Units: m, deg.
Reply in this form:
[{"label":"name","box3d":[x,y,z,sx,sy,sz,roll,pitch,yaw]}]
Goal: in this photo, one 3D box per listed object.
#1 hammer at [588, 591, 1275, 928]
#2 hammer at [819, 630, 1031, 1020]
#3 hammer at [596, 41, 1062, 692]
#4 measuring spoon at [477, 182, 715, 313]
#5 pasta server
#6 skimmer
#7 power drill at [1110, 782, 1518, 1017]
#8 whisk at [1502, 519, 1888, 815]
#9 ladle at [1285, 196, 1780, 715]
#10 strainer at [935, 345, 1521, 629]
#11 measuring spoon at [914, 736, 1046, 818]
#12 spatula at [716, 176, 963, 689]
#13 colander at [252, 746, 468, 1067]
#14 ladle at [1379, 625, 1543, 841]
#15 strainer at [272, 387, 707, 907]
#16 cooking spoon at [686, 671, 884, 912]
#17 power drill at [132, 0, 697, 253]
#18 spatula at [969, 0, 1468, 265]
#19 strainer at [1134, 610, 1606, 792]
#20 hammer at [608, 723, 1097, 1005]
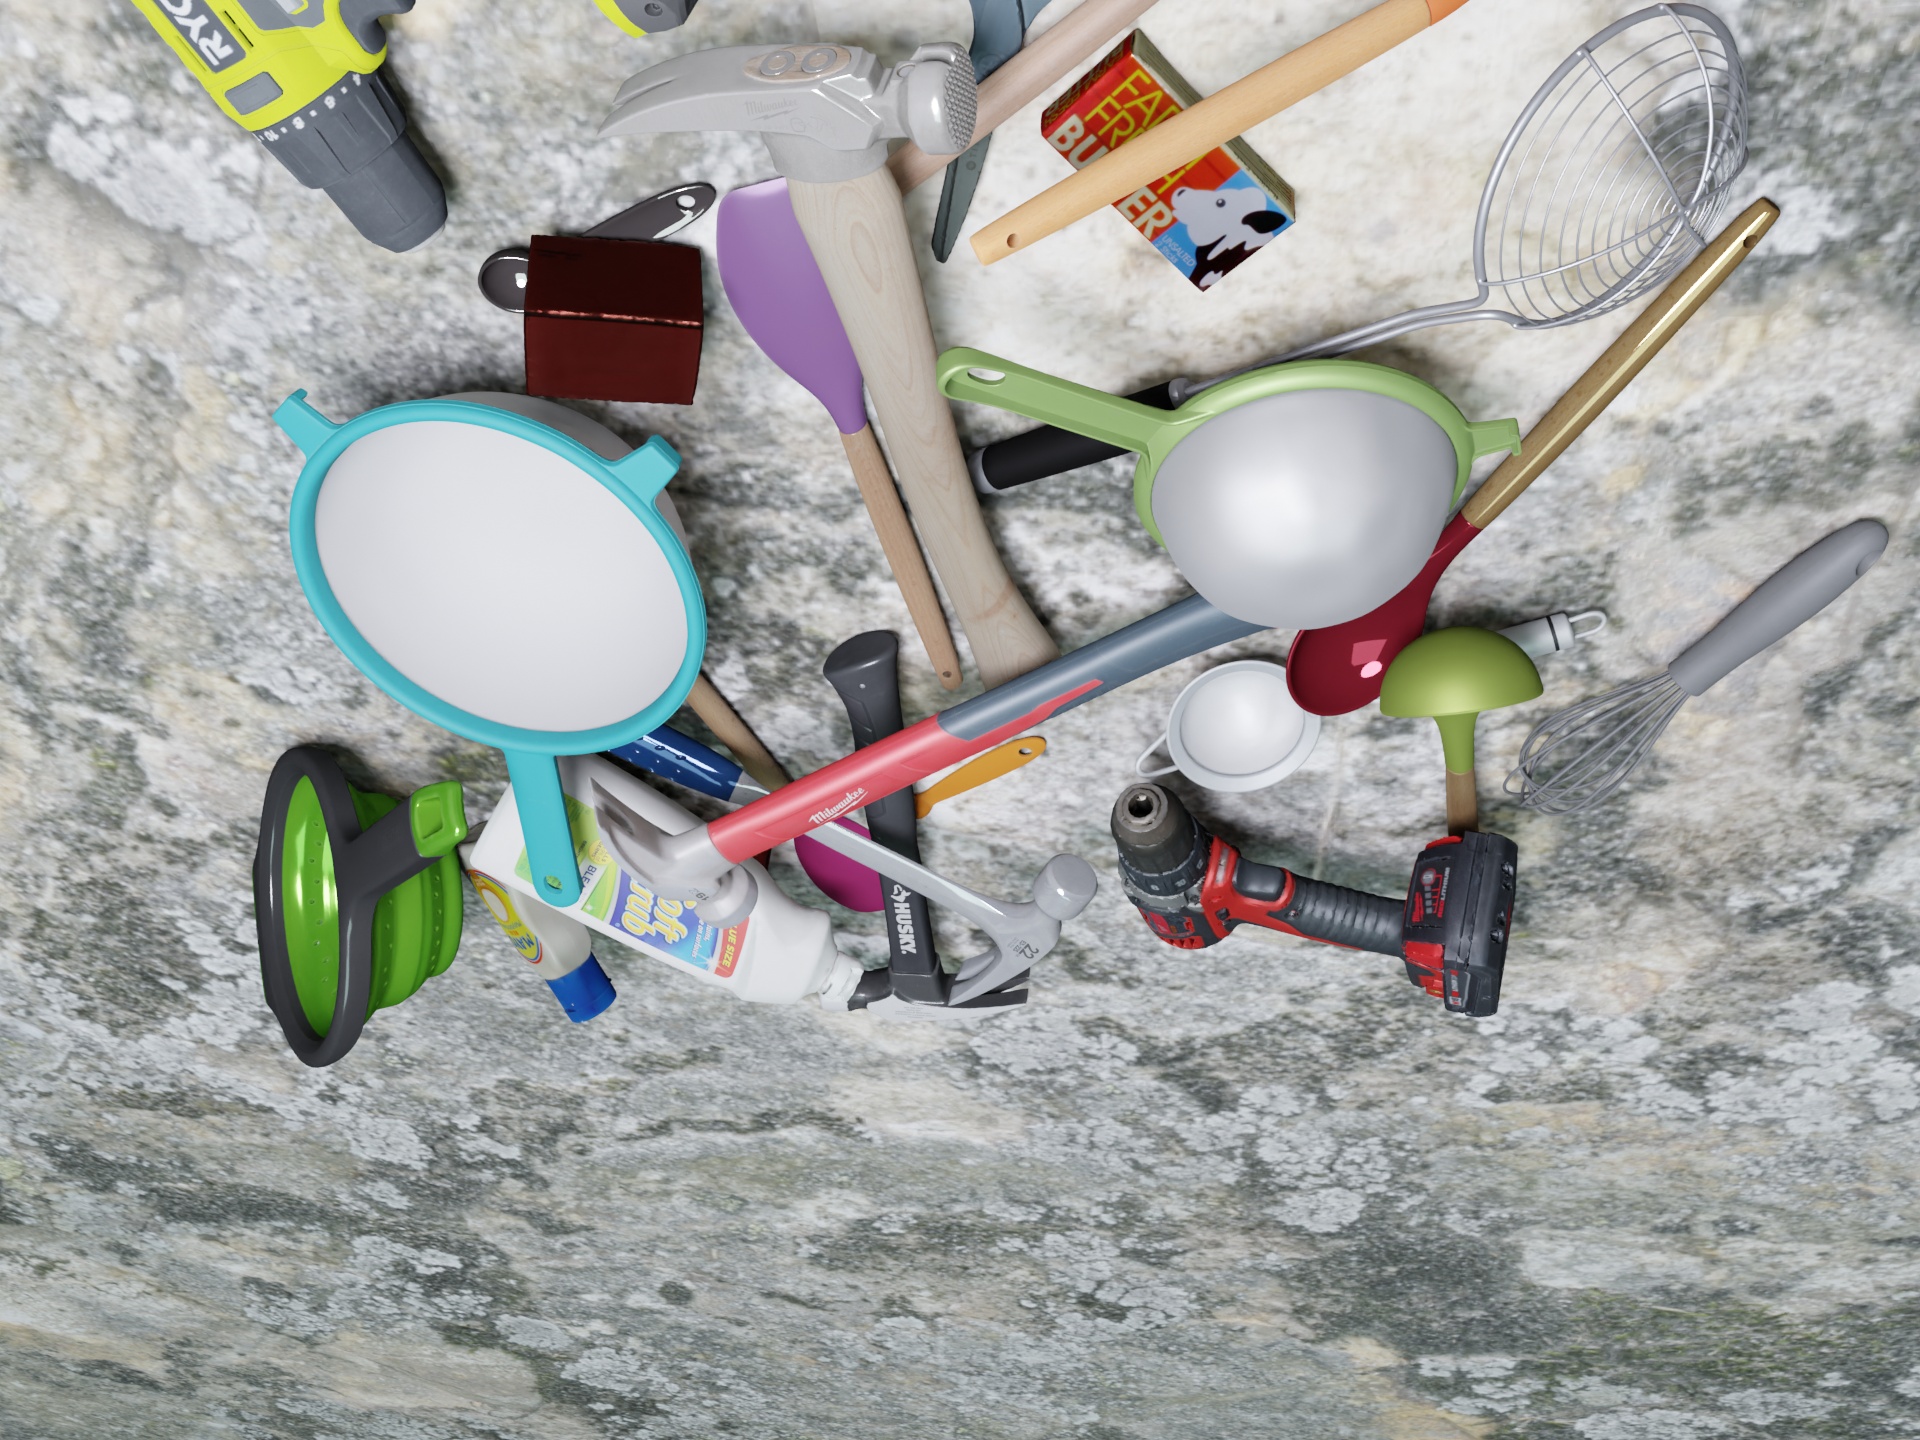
[{"label":"hammer","box3d":[-0.001,-0.003,0.830,0.386,0.038,0.143,-25,145,9]},{"label":"hammer","box3d":[-0.035,0.079,1.001,0.146,0.035,0.334,2,133,8]},{"label":"hammer","box3d":[-0.025,-0.128,0.743,0.146,0.038,0.410,5,149,19]},{"label":"measuring spoon","box3d":[-0.165,-0.221,0.725,0.124,0.018,0.034,-18,145,18]},{"label":"pasta server","box3d":[0.063,-0.269,0.598,0.316,0.040,0.060,-28,129,29]},{"label":"skimmer","box3d":[0.151,-0.185,0.697,0.363,0.090,0.127,-14,156,37]},{"label":"power drill","box3d":[0.199,0.096,0.920,0.227,0.080,0.187,8,158,22]},{"label":"whisk","box3d":[0.379,-0.024,0.835,0.055,0.055,0.239,25,131,-19]},{"label":"ladle","box3d":[0.258,-0.113,0.750,0.069,0.031,0.315,17,132,-23]},{"label":"strainer","box3d":[0.106,-0.096,0.683,0.256,0.069,0.151,13,148,-23]},{"label":"measuring spoon","box3d":[0.007,0.037,0.984,0.117,0.011,0.021,-28,127,34]},{"label":"spatula","box3d":[-0.049,-0.128,0.803,0.060,0.018,0.315,-12,134,11]},{"label":"colander","box3d":[-0.341,0.096,0.980,0.094,0.205,0.397,-2,166,-37]},{"label":"ladle","box3d":[0.281,0.047,0.889,0.078,0.062,0.319,-8,147,14]},{"label":"strainer","box3d":[-0.224,-0.042,0.856,0.211,0.095,0.340,8,133,6]},{"label":"cooking spoon","box3d":[-0.121,0.034,0.996,0.069,0.017,0.318,-14,135,23]},{"label":"power drill","box3d":[-0.207,-0.288,0.608,0.228,0.080,0.190,-12,135,25]},{"label":"spatula","box3d":[0.150,-0.246,0.579,0.322,0.041,0.080,-28,131,5]},{"label":"strainer","box3d":[0.219,-0.019,0.868,0.258,0.050,0.086,-16,121,17]},{"label":"hammer","box3d":[-0.127,0.048,0.949,0.405,0.035,0.144,27,134,-6]}]
